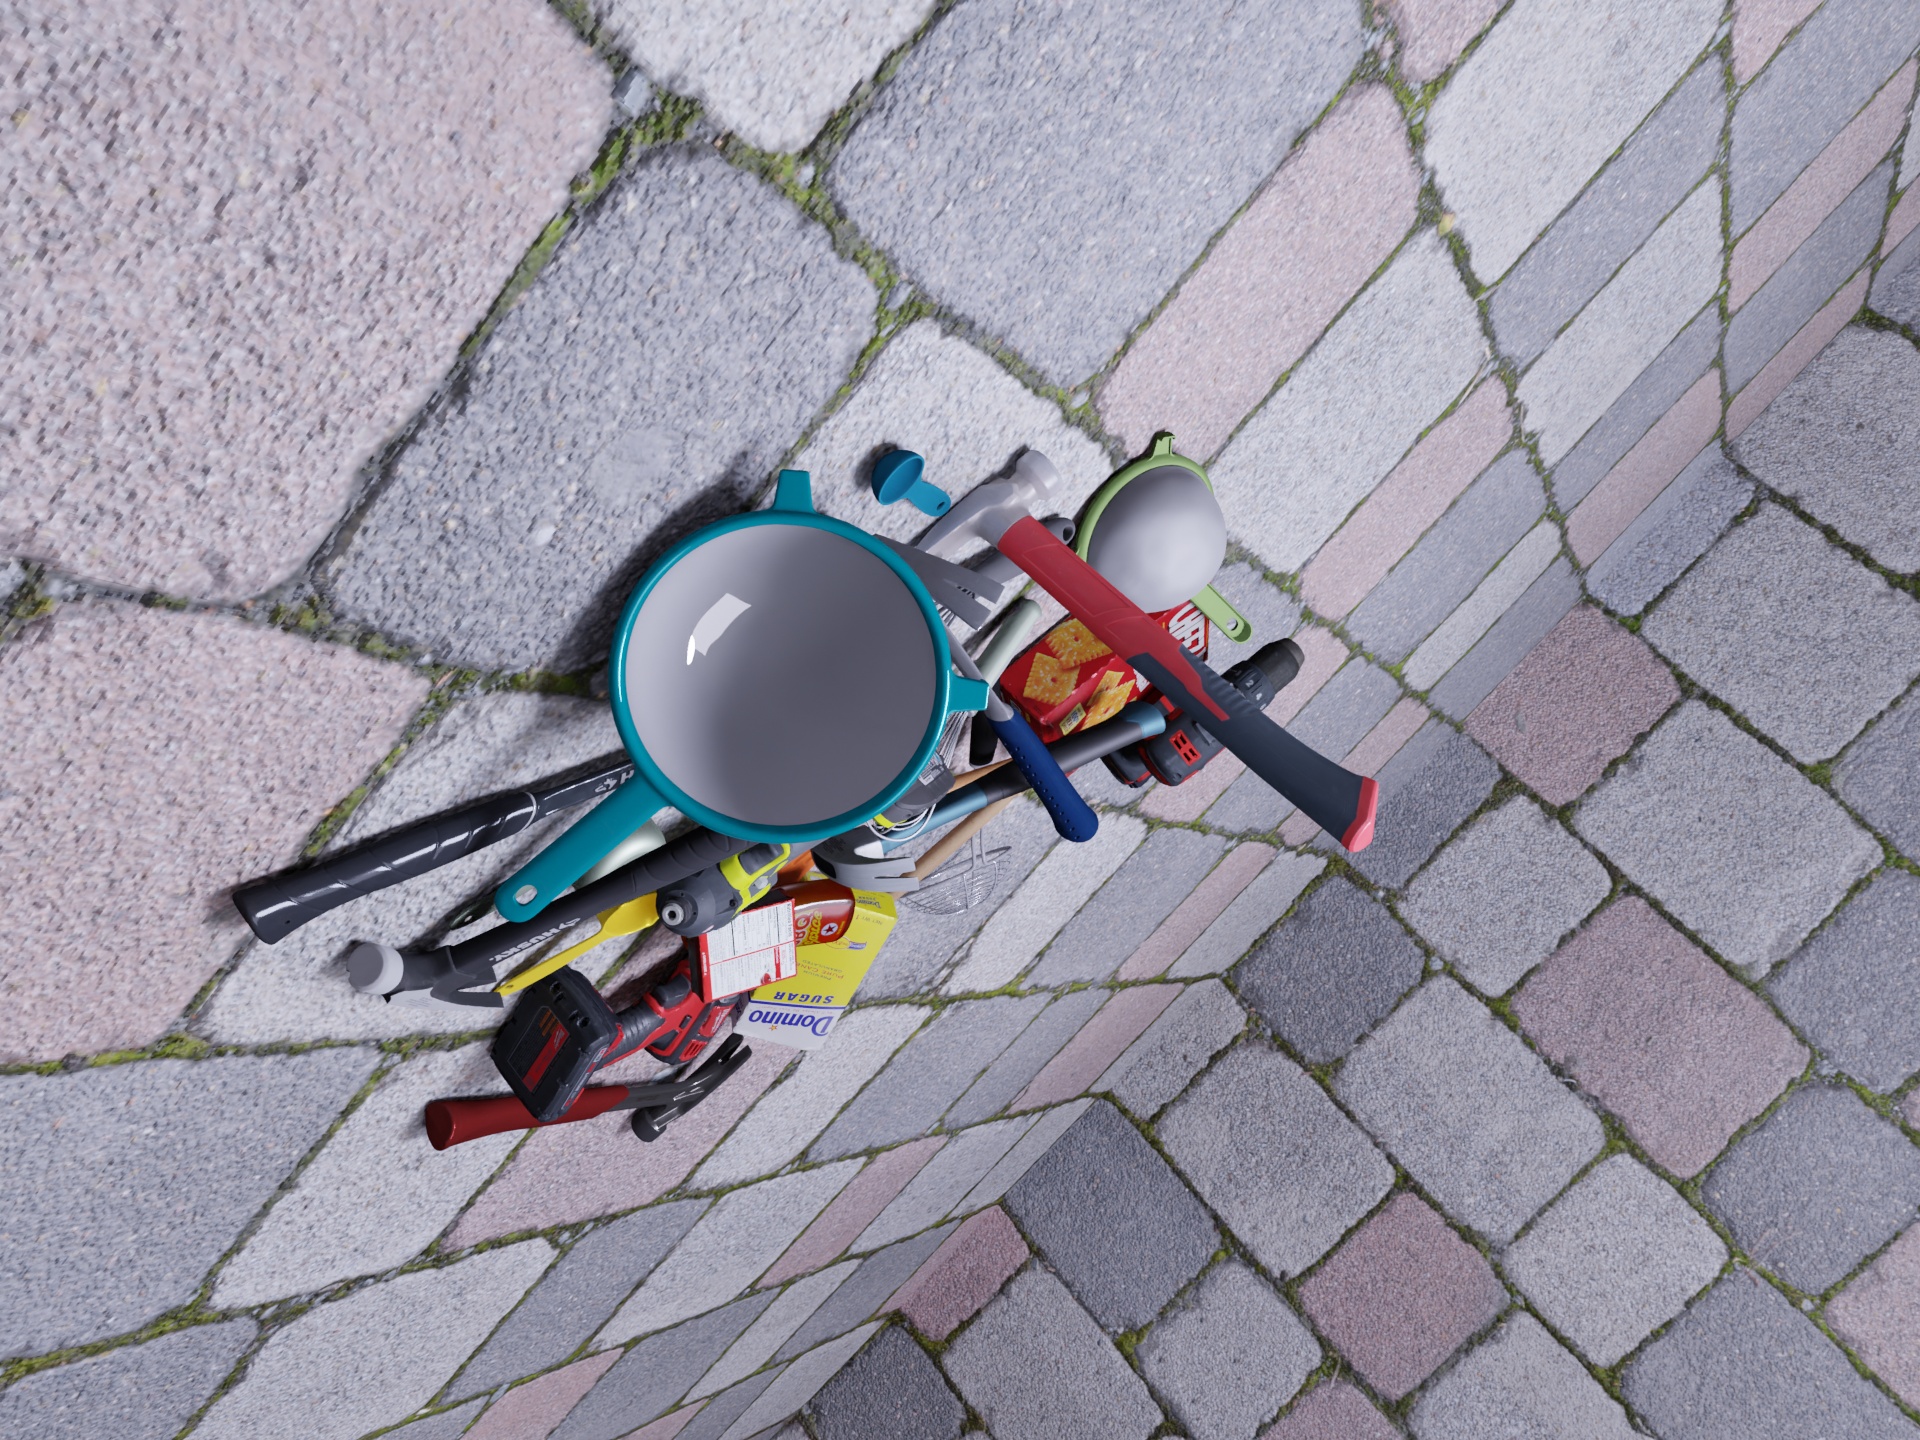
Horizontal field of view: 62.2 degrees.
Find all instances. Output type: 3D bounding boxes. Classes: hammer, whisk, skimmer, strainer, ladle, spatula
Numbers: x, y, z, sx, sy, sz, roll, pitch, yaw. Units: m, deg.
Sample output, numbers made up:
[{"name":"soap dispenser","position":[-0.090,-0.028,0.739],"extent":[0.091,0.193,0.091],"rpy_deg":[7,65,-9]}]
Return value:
[{"name":"hammer","position":[0.027,0.056,1.361],"extent":[0.331,0.128,0.033],"rpy_deg":[-23,125,-19]},{"name":"hammer","position":[-0.273,0.052,1.052],"extent":[0.409,0.036,0.149],"rpy_deg":[-23,148,-39]},{"name":"whisk","position":[0.007,-0.100,1.232],"extent":[0.239,0.055,0.055],"rpy_deg":[-34,156,-30]},{"name":"whisk","position":[-0.002,-0.004,1.317],"extent":[0.246,0.059,0.058],"rpy_deg":[-55,-168,-18]},{"name":"hammer","position":[-0.334,0.339,1.427],"extent":[0.149,0.037,0.358],"rpy_deg":[-43,157,14]},{"name":"hammer","position":[-0.237,0.118,1.093],"extent":[0.335,0.035,0.146],"rpy_deg":[-25,159,5]},{"name":"skimmer","position":[0.000,0.063,1.520],"extent":[0.127,0.090,0.363],"rpy_deg":[-23,140,-24]},{"name":"strainer","position":[0.203,-0.121,1.373],"extent":[0.151,0.069,0.256],"rpy_deg":[-52,134,3]},{"name":"hammer","position":[0.028,-0.009,1.176],"extent":[0.035,0.144,0.405],"rpy_deg":[-58,145,-15]},{"name":"ladle","position":[-0.045,0.164,1.513],"extent":[0.320,0.062,0.078],"rpy_deg":[-42,169,26]},{"name":"spatula","position":[-0.020,0.072,1.418],"extent":[0.322,0.041,0.081],"rpy_deg":[-18,153,-5]},{"name":"hammer","position":[0.123,-0.035,1.091],"extent":[0.143,0.387,0.038],"rpy_deg":[-41,151,-8]},{"name":"strainer","position":[-0.163,0.006,1.025],"extent":[0.340,0.211,0.095],"rpy_deg":[-39,-165,6]}]

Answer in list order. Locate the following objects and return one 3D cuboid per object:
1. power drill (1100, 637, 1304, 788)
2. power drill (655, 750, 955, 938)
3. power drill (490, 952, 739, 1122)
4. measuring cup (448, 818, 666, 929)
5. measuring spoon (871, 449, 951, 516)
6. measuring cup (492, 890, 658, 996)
[{"name":"power drill","position":[0.235,-0.008,1.591],"extent":[0.188,0.080,0.227],"rpy_deg":[-39,-175,-11]},{"name":"power drill","position":[-0.123,0.084,1.197],"extent":[0.223,0.080,0.171],"rpy_deg":[-34,180,13]},{"name":"power drill","position":[-0.270,0.245,1.336],"extent":[0.143,0.079,0.219],"rpy_deg":[-54,158,23]},{"name":"measuring cup","position":[-0.283,0.119,1.140],"extent":[0.167,0.038,0.083],"rpy_deg":[-29,153,-35]},{"name":"measuring spoon","position":[-0.034,-0.163,1.104],"extent":[0.042,0.021,0.128],"rpy_deg":[-48,166,8]},{"name":"measuring cup","position":[-0.297,0.164,1.227],"extent":[0.156,0.029,0.062],"rpy_deg":[-30,156,-1]}]
